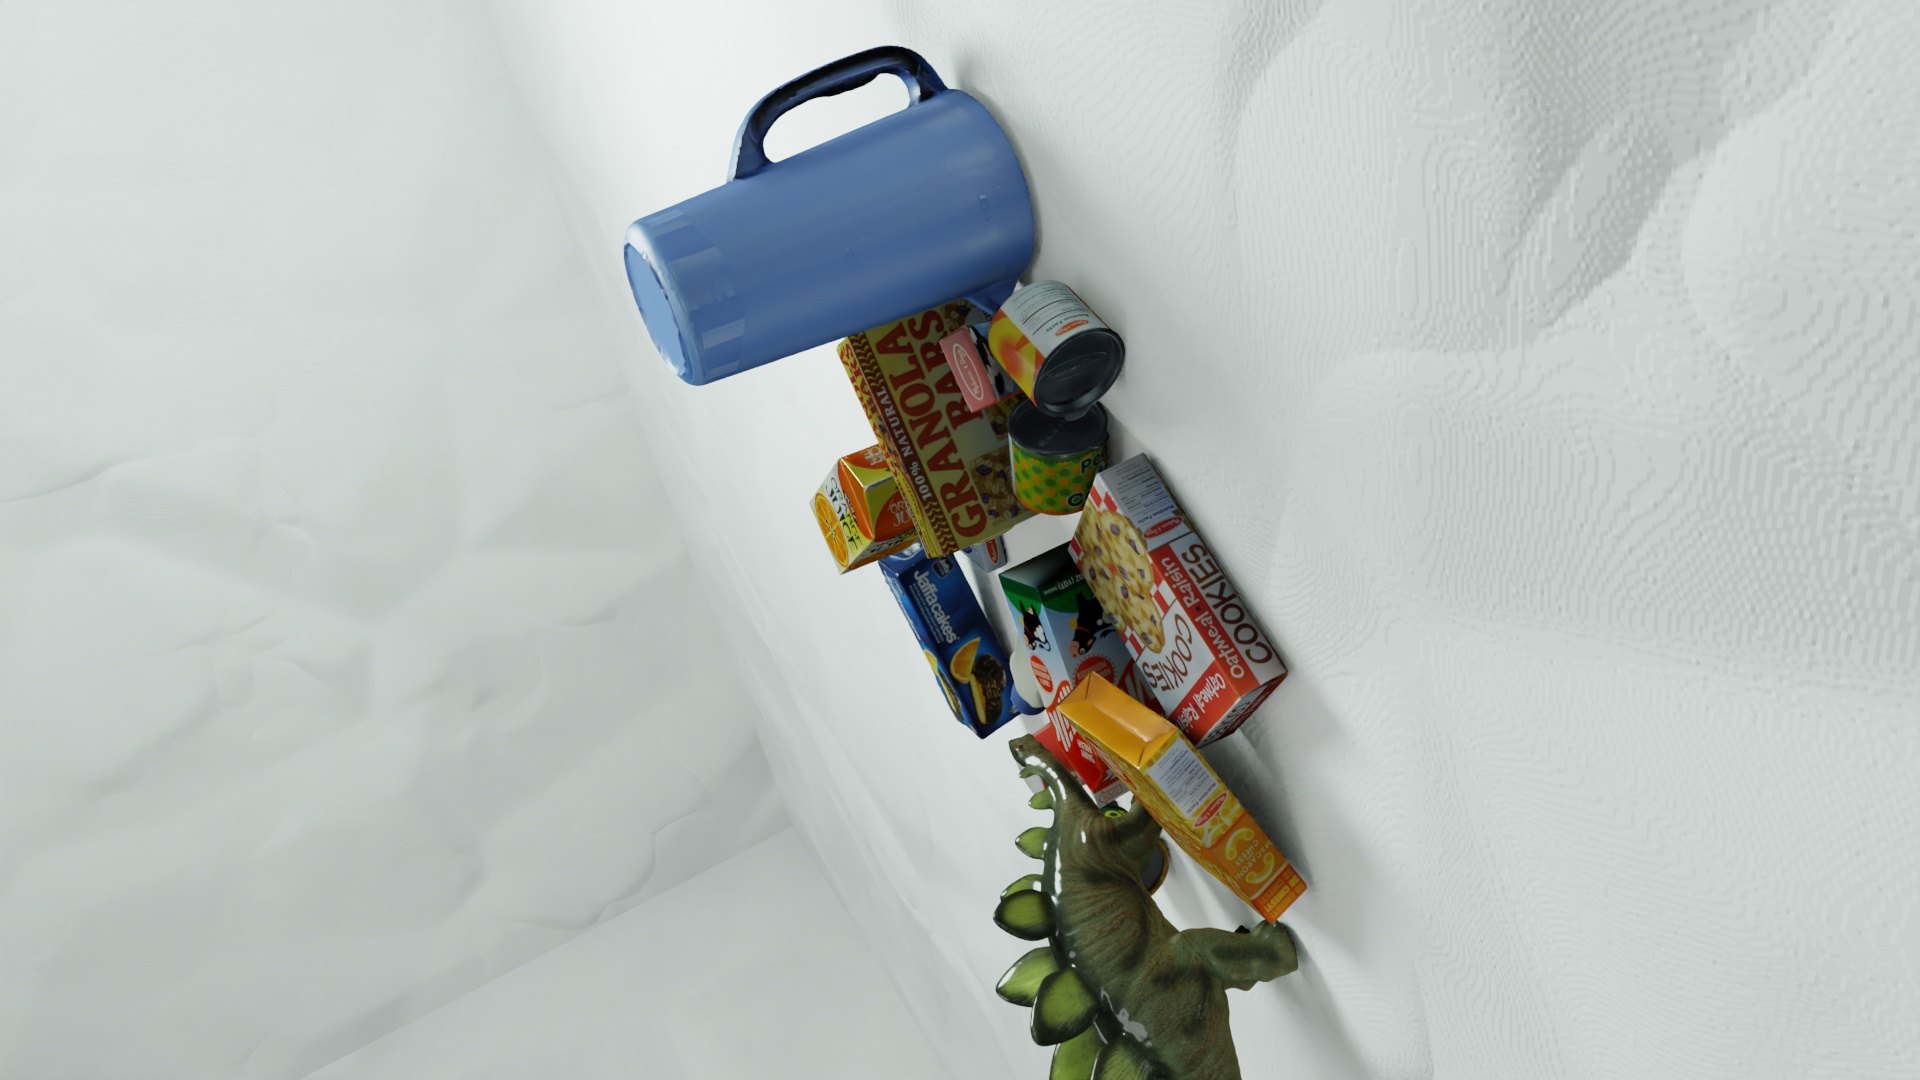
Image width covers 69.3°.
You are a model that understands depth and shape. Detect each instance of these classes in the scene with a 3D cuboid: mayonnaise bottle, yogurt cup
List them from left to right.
[{"bbox_3d":[0.070,0.111,1.199,0.065,0.041,0.147,60,164,20],"label":"mayonnaise bottle"},{"bbox_3d":[0.084,0.198,1.250,0.072,0.054,0.072,54,159,32],"label":"yogurt cup"}]

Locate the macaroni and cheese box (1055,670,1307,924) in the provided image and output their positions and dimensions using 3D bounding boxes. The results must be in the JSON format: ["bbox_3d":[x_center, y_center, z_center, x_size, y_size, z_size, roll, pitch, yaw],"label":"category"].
[{"bbox_3d":[0.151,0.173,0.949,0.166,0.040,0.124,49,172,-24],"label":"macaroni and cheese box"}]

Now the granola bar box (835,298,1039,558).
[{"bbox_3d":[0.003,-0.086,0.979,0.165,0.124,0.039,66,162,-3],"label":"granola bar box"}]

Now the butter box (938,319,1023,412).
[{"bbox_3d":[0.027,-0.120,0.923,0.024,0.104,0.053,-23,93,29],"label":"butter box"}]

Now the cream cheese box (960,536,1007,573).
[{"bbox_3d":[0.004,-0.016,1.244,0.104,0.024,0.053,39,148,55],"label":"cream cheese box"}]

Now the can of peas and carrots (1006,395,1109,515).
[{"bbox_3d":[0.068,-0.058,0.928,0.071,0.071,0.058,51,158,39],"label":"can of peas and carrots"}]

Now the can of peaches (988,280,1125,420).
[{"bbox_3d":[0.059,-0.118,0.865,0.058,0.071,0.071,53,159,36],"label":"can of peaches"}]

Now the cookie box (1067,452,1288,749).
[{"bbox_3d":[0.137,0.043,0.903,0.168,0.040,0.122,60,164,19],"label":"cookie box"}]

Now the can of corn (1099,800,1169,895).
[{"bbox_3d":[0.135,0.264,1.174,0.058,0.071,0.071,31,143,60],"label":"can of corn"}]

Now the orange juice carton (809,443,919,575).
[{"bbox_3d":[-0.065,-0.034,1.144,0.073,0.072,0.192,66,161,6],"label":"orange juice carton"}]

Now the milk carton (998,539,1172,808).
[{"bbox_3d":[0.101,0.102,1.033,0.073,0.072,0.190,16,129,67],"label":"milk carton"}]
